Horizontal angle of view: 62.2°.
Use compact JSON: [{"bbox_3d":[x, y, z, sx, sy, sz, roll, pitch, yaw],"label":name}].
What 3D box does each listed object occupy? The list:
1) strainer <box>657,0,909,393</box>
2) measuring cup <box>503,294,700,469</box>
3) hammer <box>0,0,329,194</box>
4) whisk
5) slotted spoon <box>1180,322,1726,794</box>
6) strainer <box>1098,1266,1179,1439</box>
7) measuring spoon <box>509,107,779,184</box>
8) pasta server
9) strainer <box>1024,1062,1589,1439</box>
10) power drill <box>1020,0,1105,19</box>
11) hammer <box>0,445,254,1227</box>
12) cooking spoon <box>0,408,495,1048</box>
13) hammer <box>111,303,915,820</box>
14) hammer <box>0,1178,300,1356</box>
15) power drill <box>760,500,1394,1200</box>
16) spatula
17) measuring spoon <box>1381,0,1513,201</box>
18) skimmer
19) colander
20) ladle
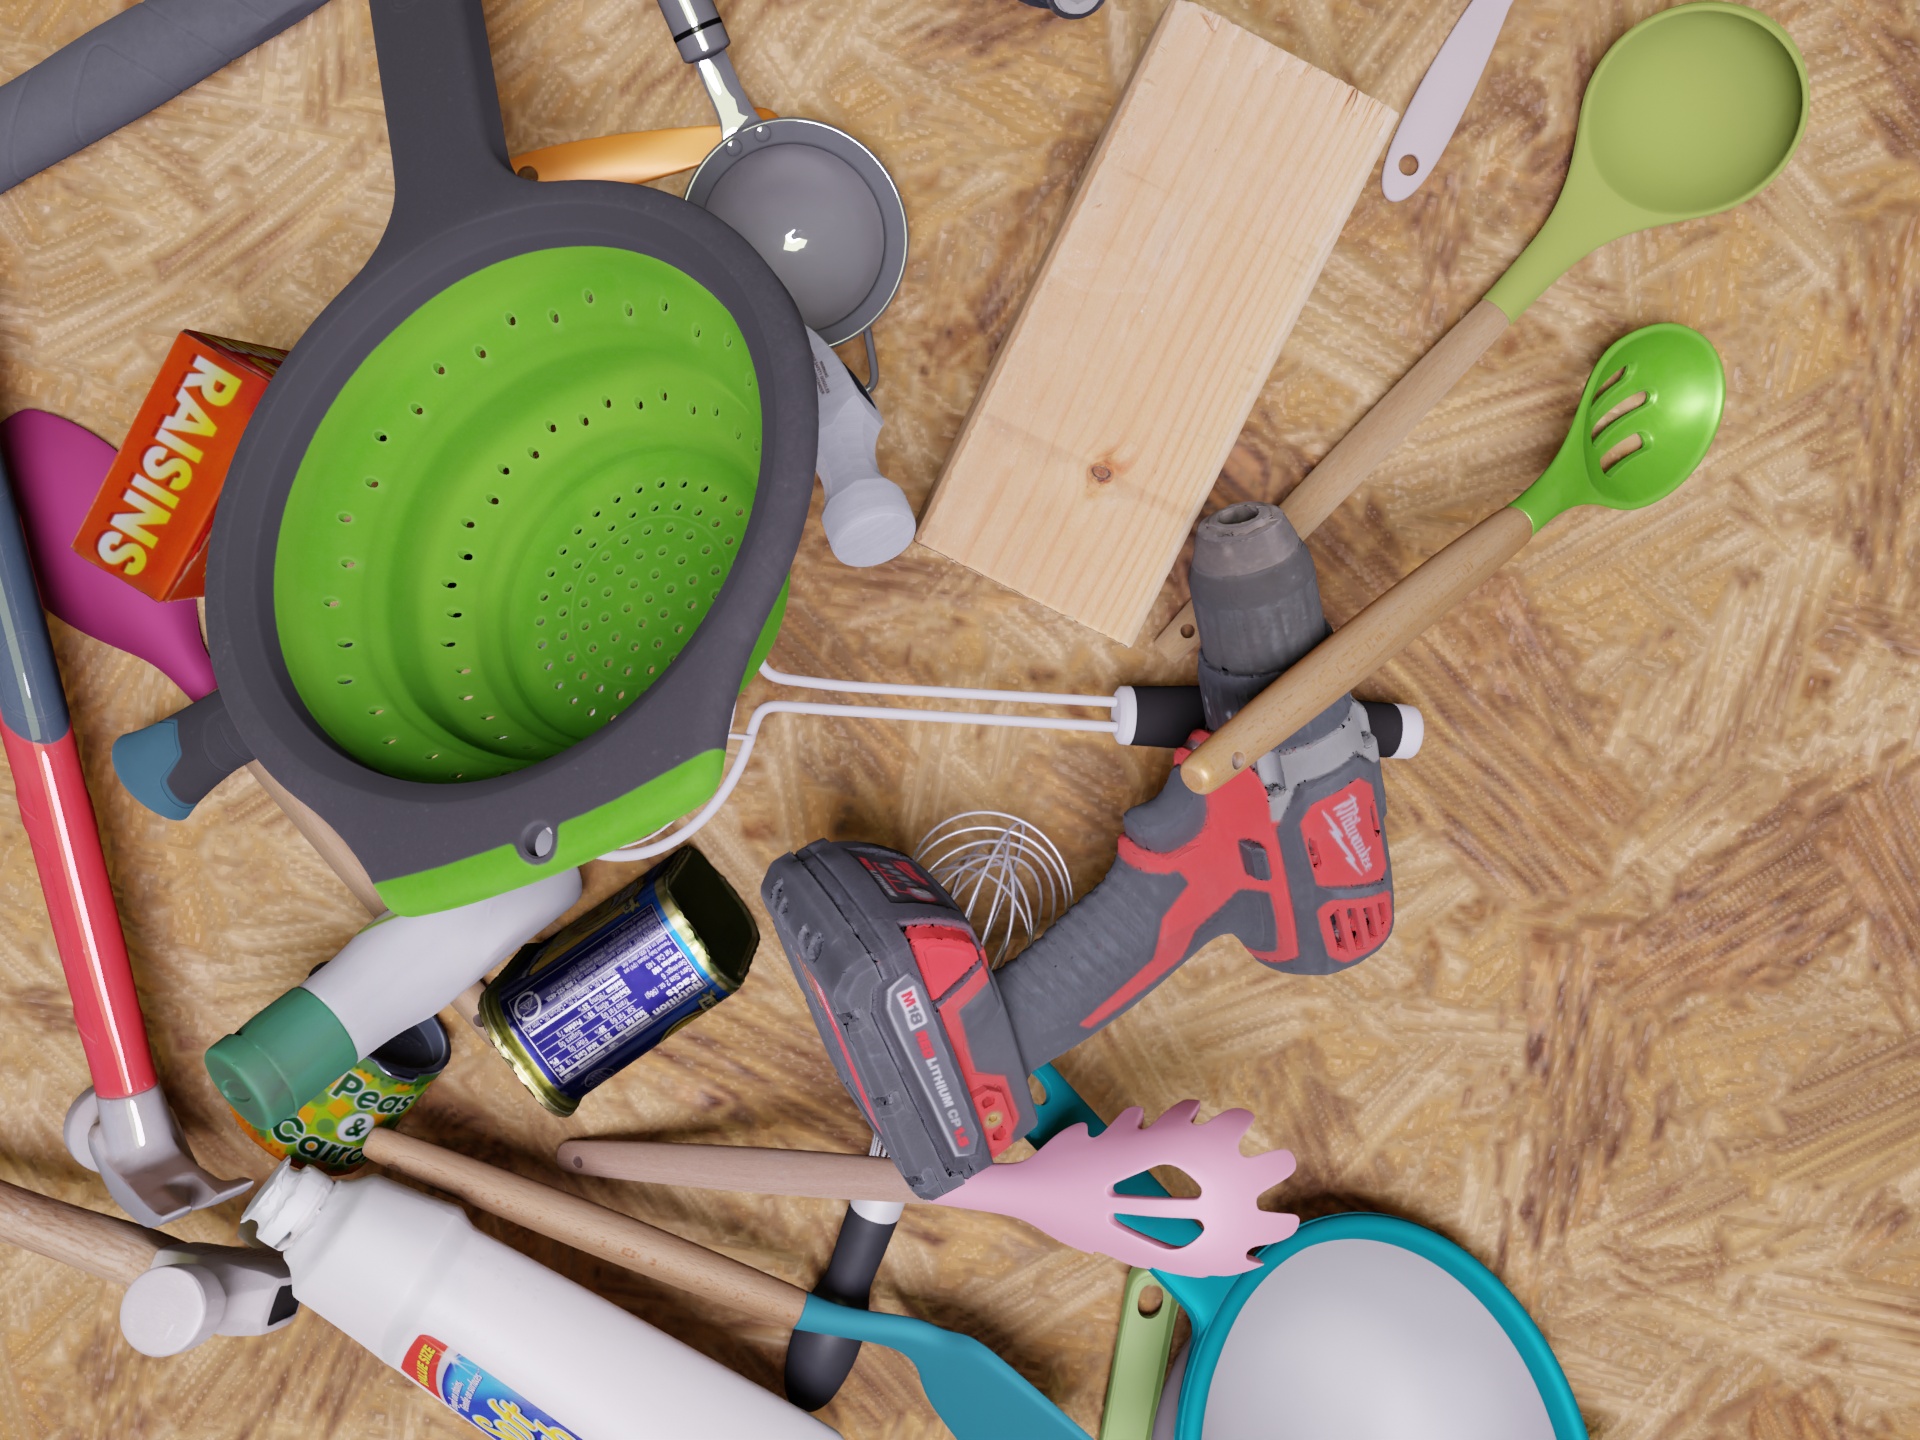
[{"bbox_3d":[-0.090,-0.241,0.583,0.087,0.050,0.258,-26,111,-4],"label":"strainer"},{"bbox_3d":[-0.164,-0.134,0.618,0.083,0.038,0.167,43,94,-7],"label":"measuring cup"},{"bbox_3d":[-0.228,-0.286,0.597,0.409,0.036,0.149,-27,99,4],"label":"hammer"},{"bbox_3d":[-0.022,0.170,0.662,0.070,0.070,0.284,18,103,-4],"label":"whisk"},{"bbox_3d":[0.183,-0.061,0.569,0.314,0.031,0.070,-35,116,-29],"label":"slotted spoon"},{"bbox_3d":[0.068,0.362,0.684,0.151,0.069,0.256,8,100,-2],"label":"strainer"},{"bbox_3d":[-0.126,-0.220,0.619,0.117,0.011,0.021,-11,99,1],"label":"measuring spoon"},{"bbox_3d":[-0.030,0.174,0.609,0.316,0.040,0.060,-6,84,30],"label":"pasta server"},{"bbox_3d":[0.109,0.268,0.645,0.340,0.095,0.211,48,53,0],"label":"strainer"},{"bbox_3d":[0.105,-0.310,0.544,0.223,0.080,0.171,-10,57,-2],"label":"power drill"},{"bbox_3d":[-0.343,-0.002,0.594,0.038,0.143,0.386,-16,100,-39],"label":"hammer"},{"bbox_3d":[-0.288,0.009,0.649,0.069,0.017,0.319,-38,97,5],"label":"cooking spoon"},{"bbox_3d":[-0.179,-0.047,0.588,0.331,0.033,0.128,-26,63,12],"label":"hammer"},{"bbox_3d":[-0.418,0.185,0.638,0.331,0.130,0.031,15,78,8],"label":"hammer"},{"bbox_3d":[0.049,0.043,0.560,0.226,0.080,0.187,-26,120,-15],"label":"power drill"},{"bbox_3d":[-0.090,0.235,0.633,0.317,0.044,0.082,25,135,-8],"label":"spatula"},{"bbox_3d":[0.198,-0.260,0.615,0.034,0.018,0.124,26,98,-5],"label":"measuring spoon"},{"bbox_3d":[-0.001,-0.002,0.639,0.363,0.090,0.127,3,80,-10],"label":"skimmer"},{"bbox_3d":[-0.139,-0.126,0.523,0.204,0.094,0.397,-21,67,14],"label":"colander"},{"bbox_3d":[0.191,-0.140,0.617,0.078,0.062,0.320,44,98,1],"label":"ladle"}]
